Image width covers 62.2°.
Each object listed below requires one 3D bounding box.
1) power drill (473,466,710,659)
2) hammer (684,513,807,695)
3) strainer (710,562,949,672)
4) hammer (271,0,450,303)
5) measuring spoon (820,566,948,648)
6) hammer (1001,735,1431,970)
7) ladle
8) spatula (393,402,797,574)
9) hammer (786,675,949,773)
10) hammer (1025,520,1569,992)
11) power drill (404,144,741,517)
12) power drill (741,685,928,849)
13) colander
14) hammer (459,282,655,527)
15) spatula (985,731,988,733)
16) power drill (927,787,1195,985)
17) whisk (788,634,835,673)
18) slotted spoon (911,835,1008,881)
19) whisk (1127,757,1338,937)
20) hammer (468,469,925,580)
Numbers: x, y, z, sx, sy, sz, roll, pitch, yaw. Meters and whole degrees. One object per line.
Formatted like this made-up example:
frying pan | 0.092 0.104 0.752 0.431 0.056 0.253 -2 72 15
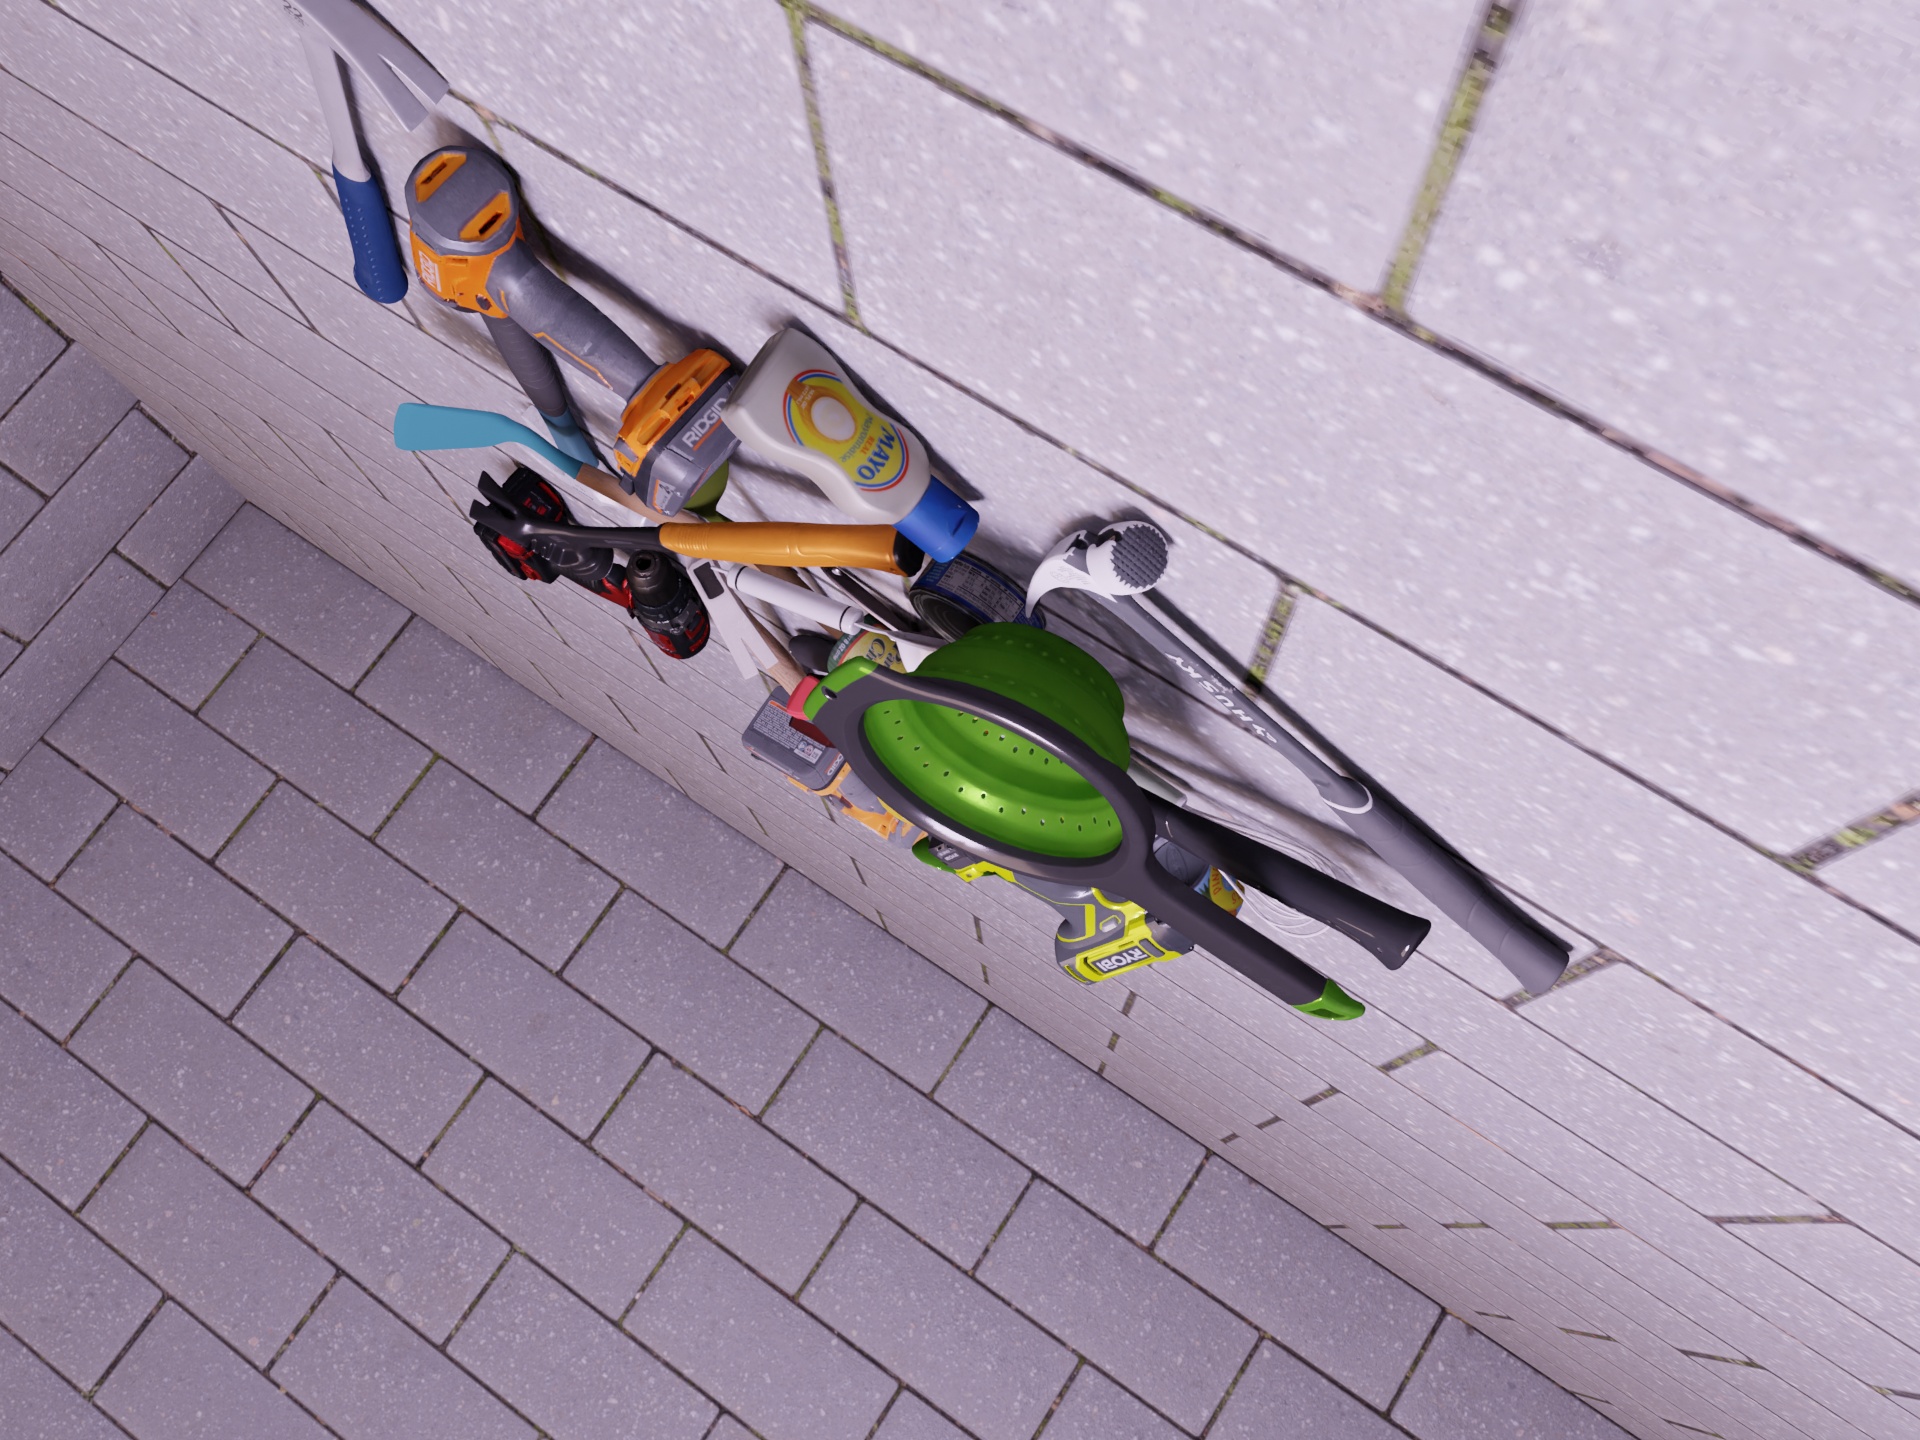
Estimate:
power drill | -0.348 -0.151 1.521 0.227 0.080 0.187 30 166 10
hammer | -0.173 -0.065 1.413 0.130 0.031 0.331 61 -179 19
strainer | -0.069 -0.065 1.118 0.258 0.050 0.087 22 -170 21
hammer | -0.377 -0.346 0.994 0.144 0.035 0.405 37 167 -8
measuring spoon | -0.053 -0.083 1.158 0.124 0.018 0.034 38 -151 9
hammer | 0.152 0.070 1.035 0.335 0.035 0.146 27 146 37
ladle | -0.145 -0.135 1.175 0.078 0.062 0.319 22 169 28
spatula | -0.273 -0.169 1.219 0.317 0.044 0.082 26 157 -13
hammer | 0.015 0.073 1.388 0.386 0.038 0.143 31 170 -17
hammer | 0.200 0.032 0.895 0.408 0.036 0.149 39 167 -17
power drill | -0.235 -0.229 0.966 0.226 0.084 0.164 42 167 -10
power drill | -0.145 0.047 1.708 0.185 0.084 0.226 28 169 34
colander | 0.099 0.051 0.973 0.397 0.094 0.204 34 154 -12
hammer | -0.310 -0.244 1.192 0.128 0.033 0.330 32 166 9
spatula | -0.002 -0.004 1.297 0.081 0.041 0.323 40 170 -15
power drill | 0.099 0.121 1.291 0.223 0.080 0.171 40 133 -24
whisk | -0.087 -0.042 1.329 0.055 0.055 0.239 44 169 -32
slotted spoon | 0.075 0.154 1.483 0.313 0.031 0.070 25 -174 -43
whisk | 0.156 0.067 1.106 0.246 0.059 0.057 35 -162 19
hammer | -0.172 -0.123 1.060 0.337 0.034 0.127 6 165 32
